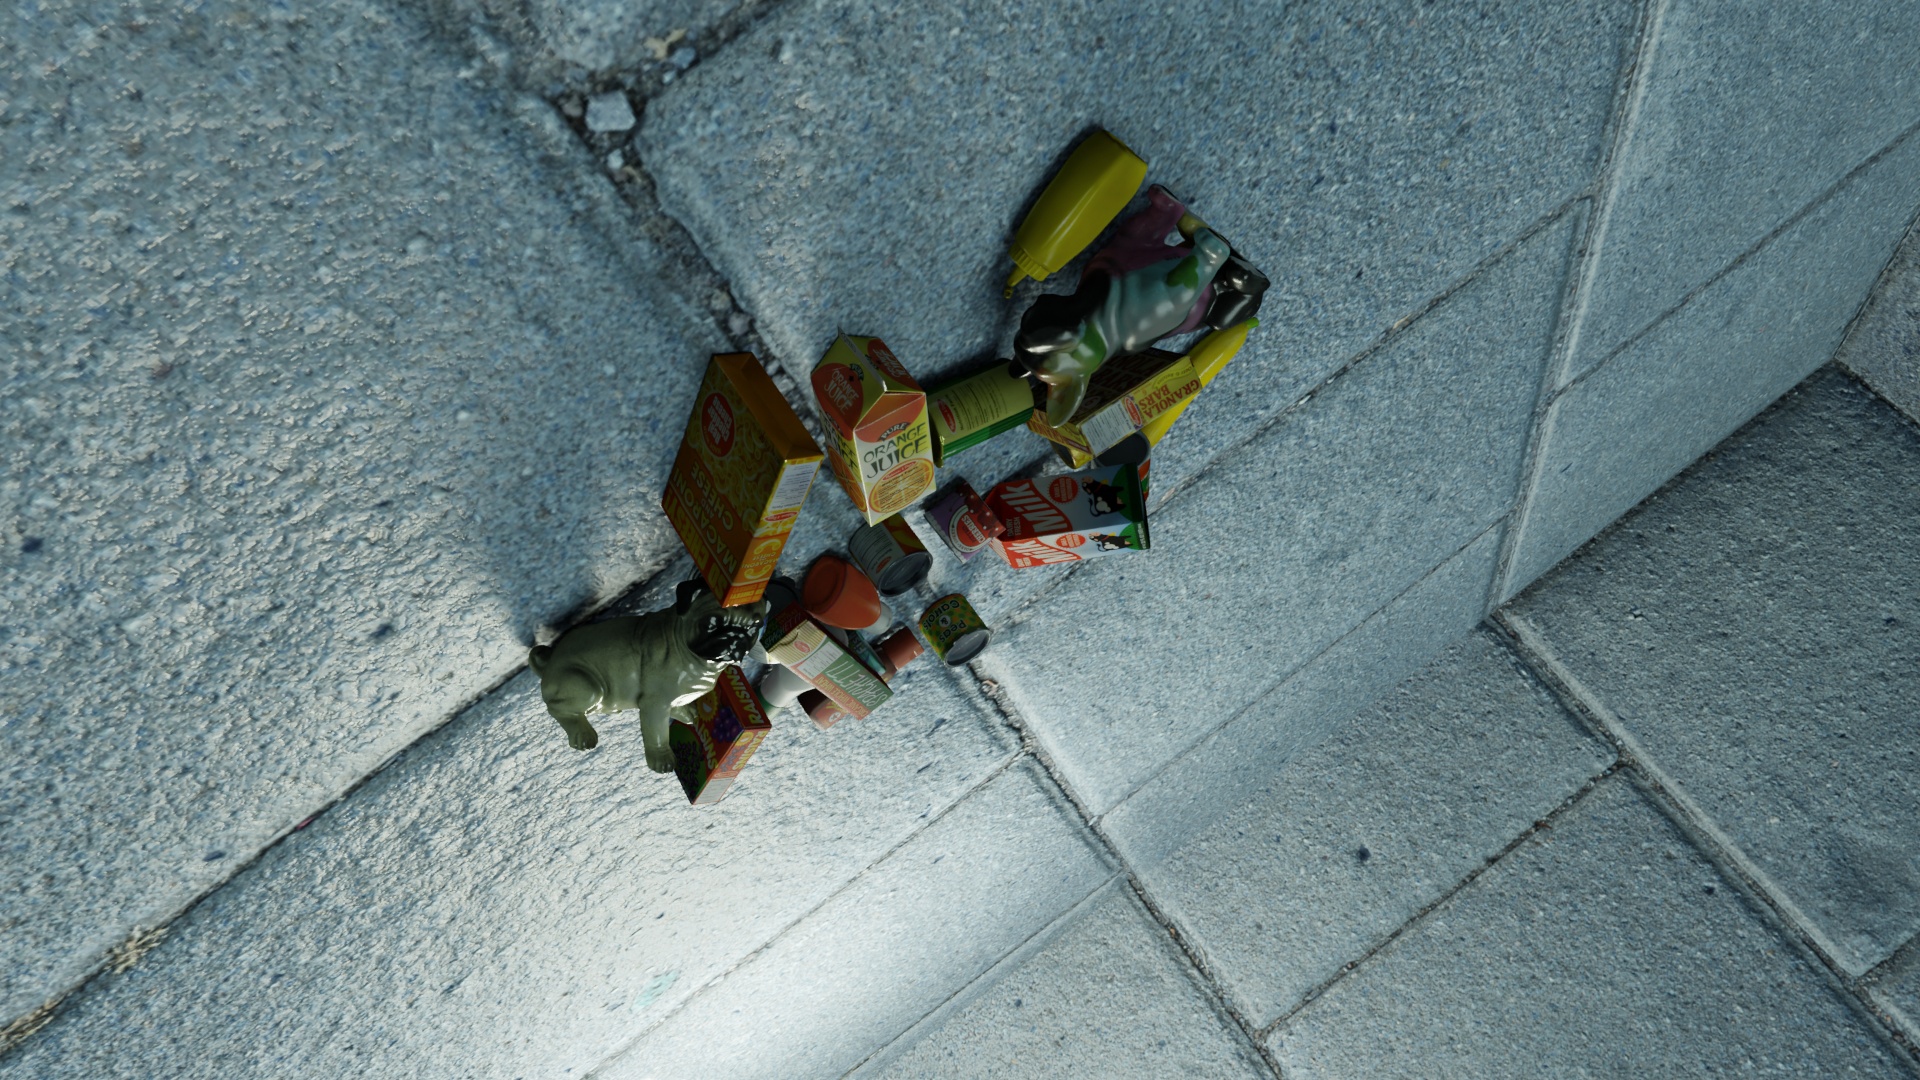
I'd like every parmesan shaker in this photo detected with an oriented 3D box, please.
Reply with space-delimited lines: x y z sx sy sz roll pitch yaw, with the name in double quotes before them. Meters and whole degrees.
"parmesan shaker" 0.009 -0.118 1.277 0.103 0.071 0.071 -25 150 -23

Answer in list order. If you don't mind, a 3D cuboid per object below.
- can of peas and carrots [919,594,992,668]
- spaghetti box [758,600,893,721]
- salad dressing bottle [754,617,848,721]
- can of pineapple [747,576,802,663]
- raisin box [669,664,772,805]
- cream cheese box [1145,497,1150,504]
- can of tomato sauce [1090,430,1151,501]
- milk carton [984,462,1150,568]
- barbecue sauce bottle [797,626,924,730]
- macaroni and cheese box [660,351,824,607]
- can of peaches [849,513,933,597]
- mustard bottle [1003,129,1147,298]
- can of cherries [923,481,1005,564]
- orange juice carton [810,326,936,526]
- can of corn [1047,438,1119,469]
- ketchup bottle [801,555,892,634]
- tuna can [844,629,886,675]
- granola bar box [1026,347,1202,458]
"can of peas and carrots" -0.007 0.104 1.604 0.071 0.059 0.070 -28 150 -18
"spaghetti box" -0.130 0.125 1.379 0.050 0.029 0.249 -39 152 -1
"salad dressing bottle" -0.177 0.141 1.470 0.064 0.044 0.147 36 120 -15
"can of pineapple" -0.184 0.078 1.352 0.071 0.071 0.057 -27 151 -19
"raisin box" -0.254 0.200 1.433 0.040 0.086 0.123 6 130 -46
"cream cheese box" 0.162 -0.035 1.597 0.104 0.053 0.024 -37 154 -1
"can of tomato sauce" 0.179 -0.079 1.536 0.071 0.071 0.082 -31 151 -13
"milk carton" 0.101 -0.022 1.481 0.190 0.074 0.072 -9 153 10
"barbecue sauce bottle" -0.111 0.154 1.575 0.149 0.044 0.064 -36 151 -5
"macaroni and cheese box" -0.177 -0.047 1.109 0.040 0.124 0.165 -10 142 -39
"can of peaches" -0.069 0.015 1.399 0.071 0.058 0.071 -29 151 -18
"mustard bottle" 0.085 -0.267 1.163 0.159 0.049 0.065 -47 154 18
"can of cherries" 0.005 -0.018 1.423 0.058 0.072 0.071 -39 152 2
"orange juice carton" -0.075 -0.102 1.202 0.073 0.072 0.191 -30 152 -14
"can of corn" 0.124 -0.112 1.420 0.058 0.071 0.071 -33 152 -6
"ketchup bottle" -0.112 0.064 1.432 0.065 0.043 0.148 -65 156 -8
"tuna can" -0.113 0.124 1.504 0.033 0.071 0.071 -38 152 -2
"granola bar box" 0.136 -0.138 1.311 0.124 0.166 0.039 -32 111 -9
